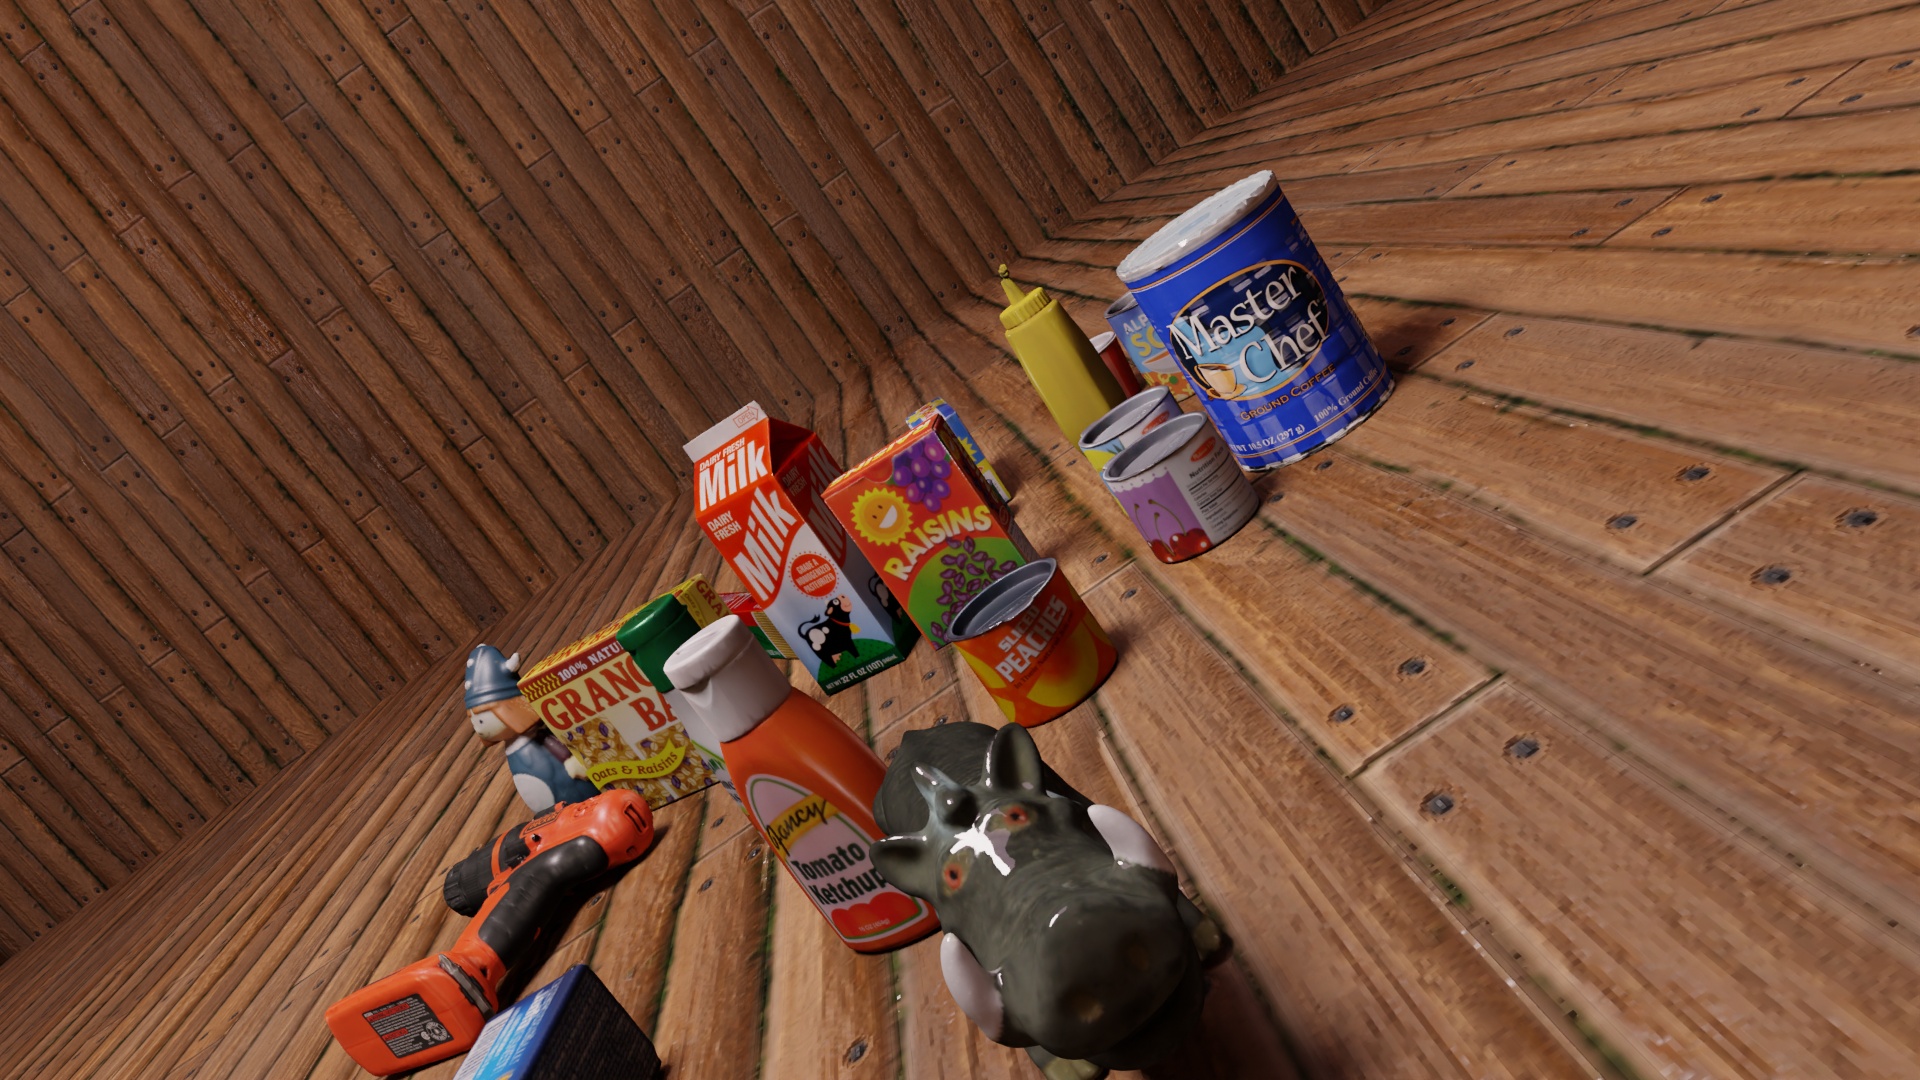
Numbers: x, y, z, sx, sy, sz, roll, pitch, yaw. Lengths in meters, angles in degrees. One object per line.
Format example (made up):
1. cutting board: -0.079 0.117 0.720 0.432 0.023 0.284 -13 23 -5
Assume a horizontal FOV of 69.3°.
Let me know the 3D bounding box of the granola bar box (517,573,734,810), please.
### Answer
1. granola bar box: -0.198 0.108 0.919 0.165 0.124 0.039 -27 15 32

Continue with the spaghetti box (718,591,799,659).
1. spaghetti box: -0.174 0.070 1.156 0.029 0.050 0.249 -41 14 -23

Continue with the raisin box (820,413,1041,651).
1. raisin box: -0.015 -0.005 0.867 0.086 0.123 0.040 -31 13 17

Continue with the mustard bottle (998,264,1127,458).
1. mustard bottle: 0.072 -0.138 1.041 0.048 0.160 0.065 -29 14 25

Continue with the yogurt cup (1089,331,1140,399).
1. yogurt cup: 0.113 -0.134 1.158 0.072 0.054 0.072 -33 13 9

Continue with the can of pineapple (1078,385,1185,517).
1. can of pineapple: 0.116 -0.055 0.867 0.071 0.057 0.071 -33 13 9

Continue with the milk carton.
1. milk carton: -0.104 0.000 0.922 0.072 0.190 0.074 -28 15 29

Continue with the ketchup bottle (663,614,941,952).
1. ketchup bottle: -0.061 0.098 0.565 0.064 0.148 0.044 -27 15 33

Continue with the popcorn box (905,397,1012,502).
1. popcorn box: -0.003 -0.069 1.145 0.038 0.085 0.127 -35 13 1

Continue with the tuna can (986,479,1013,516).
1. tuna can: 0.004 -0.013 1.049 0.071 0.032 0.071 -33 13 9

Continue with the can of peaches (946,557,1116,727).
1. can of peaches: 0.036 0.051 0.690 0.071 0.058 0.071 -33 13 9

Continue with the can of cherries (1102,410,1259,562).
1. can of cherries: 0.120 -0.029 0.765 0.071 0.058 0.072 -33 13 9

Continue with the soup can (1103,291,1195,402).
1. soup can: 0.159 -0.154 1.052 0.071 0.083 0.071 -33 13 9

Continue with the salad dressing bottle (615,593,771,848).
1. salad dressing bottle: -0.119 0.095 0.719 0.044 0.147 0.064 -41 14 -24
